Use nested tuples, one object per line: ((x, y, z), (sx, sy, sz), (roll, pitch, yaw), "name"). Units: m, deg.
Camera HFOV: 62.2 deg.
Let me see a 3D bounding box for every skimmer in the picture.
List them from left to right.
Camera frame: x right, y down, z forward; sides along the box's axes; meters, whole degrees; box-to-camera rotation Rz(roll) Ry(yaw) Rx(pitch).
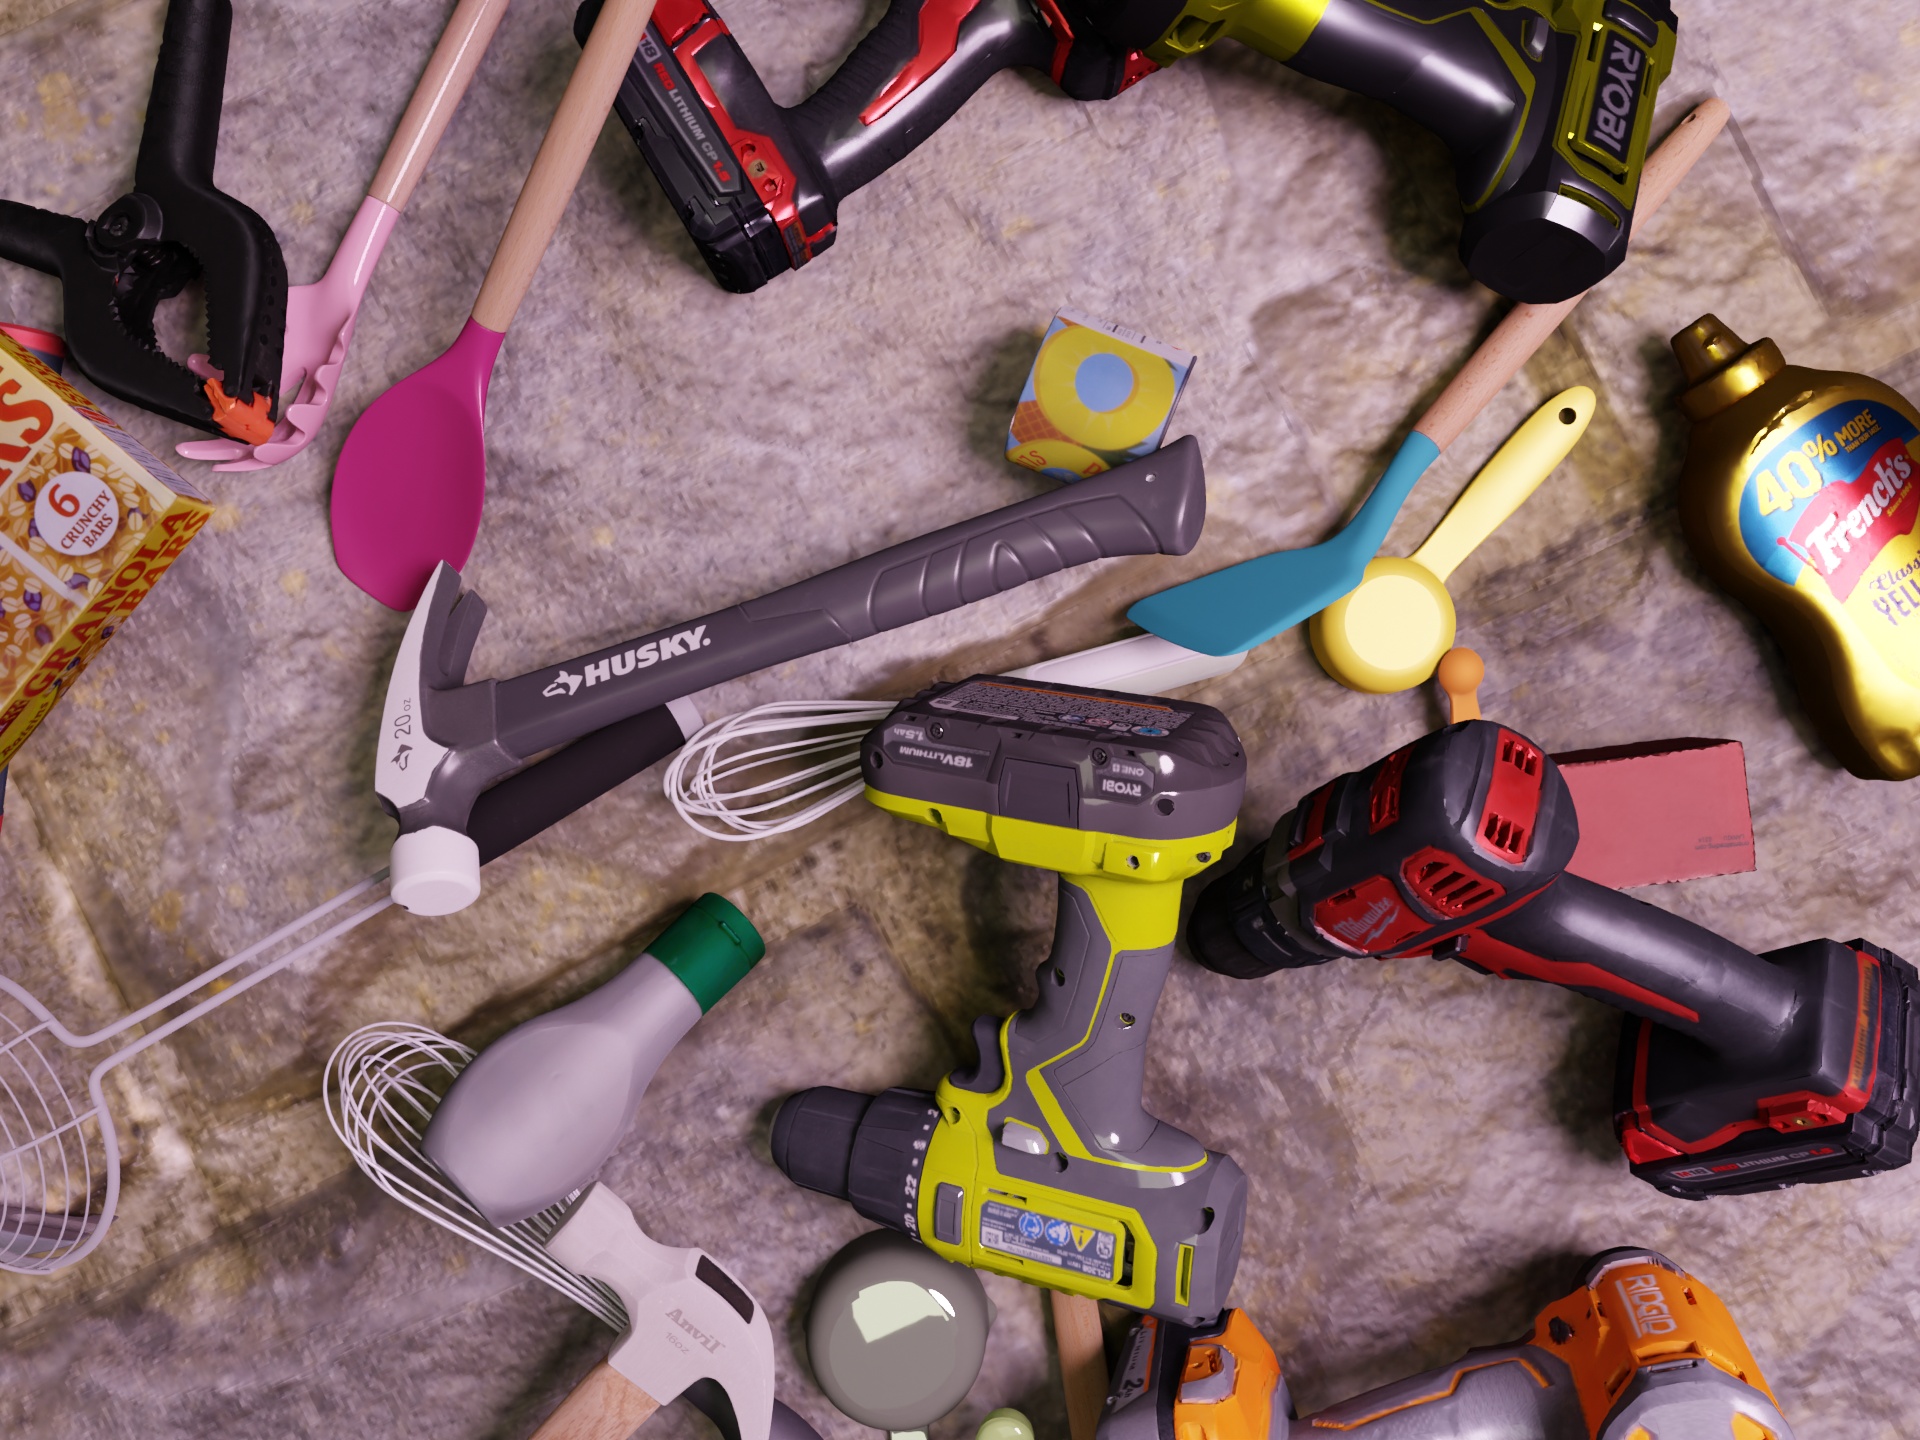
((-0.268, 0.090, 0.648), (0.363, 0.090, 0.127), (-31, 90, -14), "skimmer")

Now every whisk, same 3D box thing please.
((-0.148, 0.228, 0.654), (0.284, 0.070, 0.070), (44, 92, -3), "whisk")
((-0.001, -0.002, 0.648), (0.246, 0.059, 0.058), (-16, 56, -2), "whisk")

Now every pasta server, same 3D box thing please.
((-0.233, -0.242, 0.661), (0.060, 0.040, 0.316), (27, 90, 20), "pasta server")

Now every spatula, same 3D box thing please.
((0.198, -0.137, 0.635), (0.317, 0.082, 0.044), (-49, 116, -3), "spatula")

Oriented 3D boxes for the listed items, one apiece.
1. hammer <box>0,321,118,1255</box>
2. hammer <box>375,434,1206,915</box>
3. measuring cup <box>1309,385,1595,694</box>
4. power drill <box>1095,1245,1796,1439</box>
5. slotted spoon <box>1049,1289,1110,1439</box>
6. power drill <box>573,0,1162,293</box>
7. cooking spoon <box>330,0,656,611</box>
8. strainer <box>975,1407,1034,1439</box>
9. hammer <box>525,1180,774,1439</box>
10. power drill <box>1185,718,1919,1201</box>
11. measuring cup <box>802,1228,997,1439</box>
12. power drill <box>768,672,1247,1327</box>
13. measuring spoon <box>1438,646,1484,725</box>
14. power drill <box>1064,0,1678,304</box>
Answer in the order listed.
((-0.406, 0.029, 0.670), (0.143, 0.038, 0.386), (9, 91, 1), "hammer")
((-0.067, -0.041, 0.607), (0.335, 0.035, 0.146), (-19, 56, 7), "hammer")
((0.205, -0.076, 0.644), (0.062, 0.029, 0.156), (41, 94, 2), "measuring cup")
((0.177, 0.254, 0.598), (0.226, 0.164, 0.084), (-16, 90, 15), "power drill")
((0.060, 0.313, 0.656), (0.070, 0.031, 0.314), (-9, 88, 3), "slotted spoon")
((-0.032, -0.281, 0.635), (0.219, 0.078, 0.143), (-31, 89, 0), "power drill")
((-0.173, -0.176, 0.617), (0.069, 0.017, 0.318), (35, 114, 4), "cooking spoon")
((-0.002, 0.394, 0.637), (0.151, 0.069, 0.256), (10, 90, 5), "strainer")
((-0.197, 0.335, 0.638), (0.130, 0.031, 0.331), (41, 102, -7), "hammer")
((0.209, 0.094, 0.593), (0.226, 0.188, 0.080), (28, 60, -10), "power drill")
((-0.023, 0.297, 0.652), (0.083, 0.038, 0.167), (-5, 88, 3), "measuring cup")
((0.017, 0.104, 0.604), (0.190, 0.080, 0.228), (9, 105, 22), "power drill")
((0.211, 0.027, 0.643), (0.021, 0.011, 0.117), (-15, 102, -18), "measuring spoon")
((0.165, -0.278, 0.595), (0.223, 0.080, 0.171), (23, 71, -16), "power drill")
